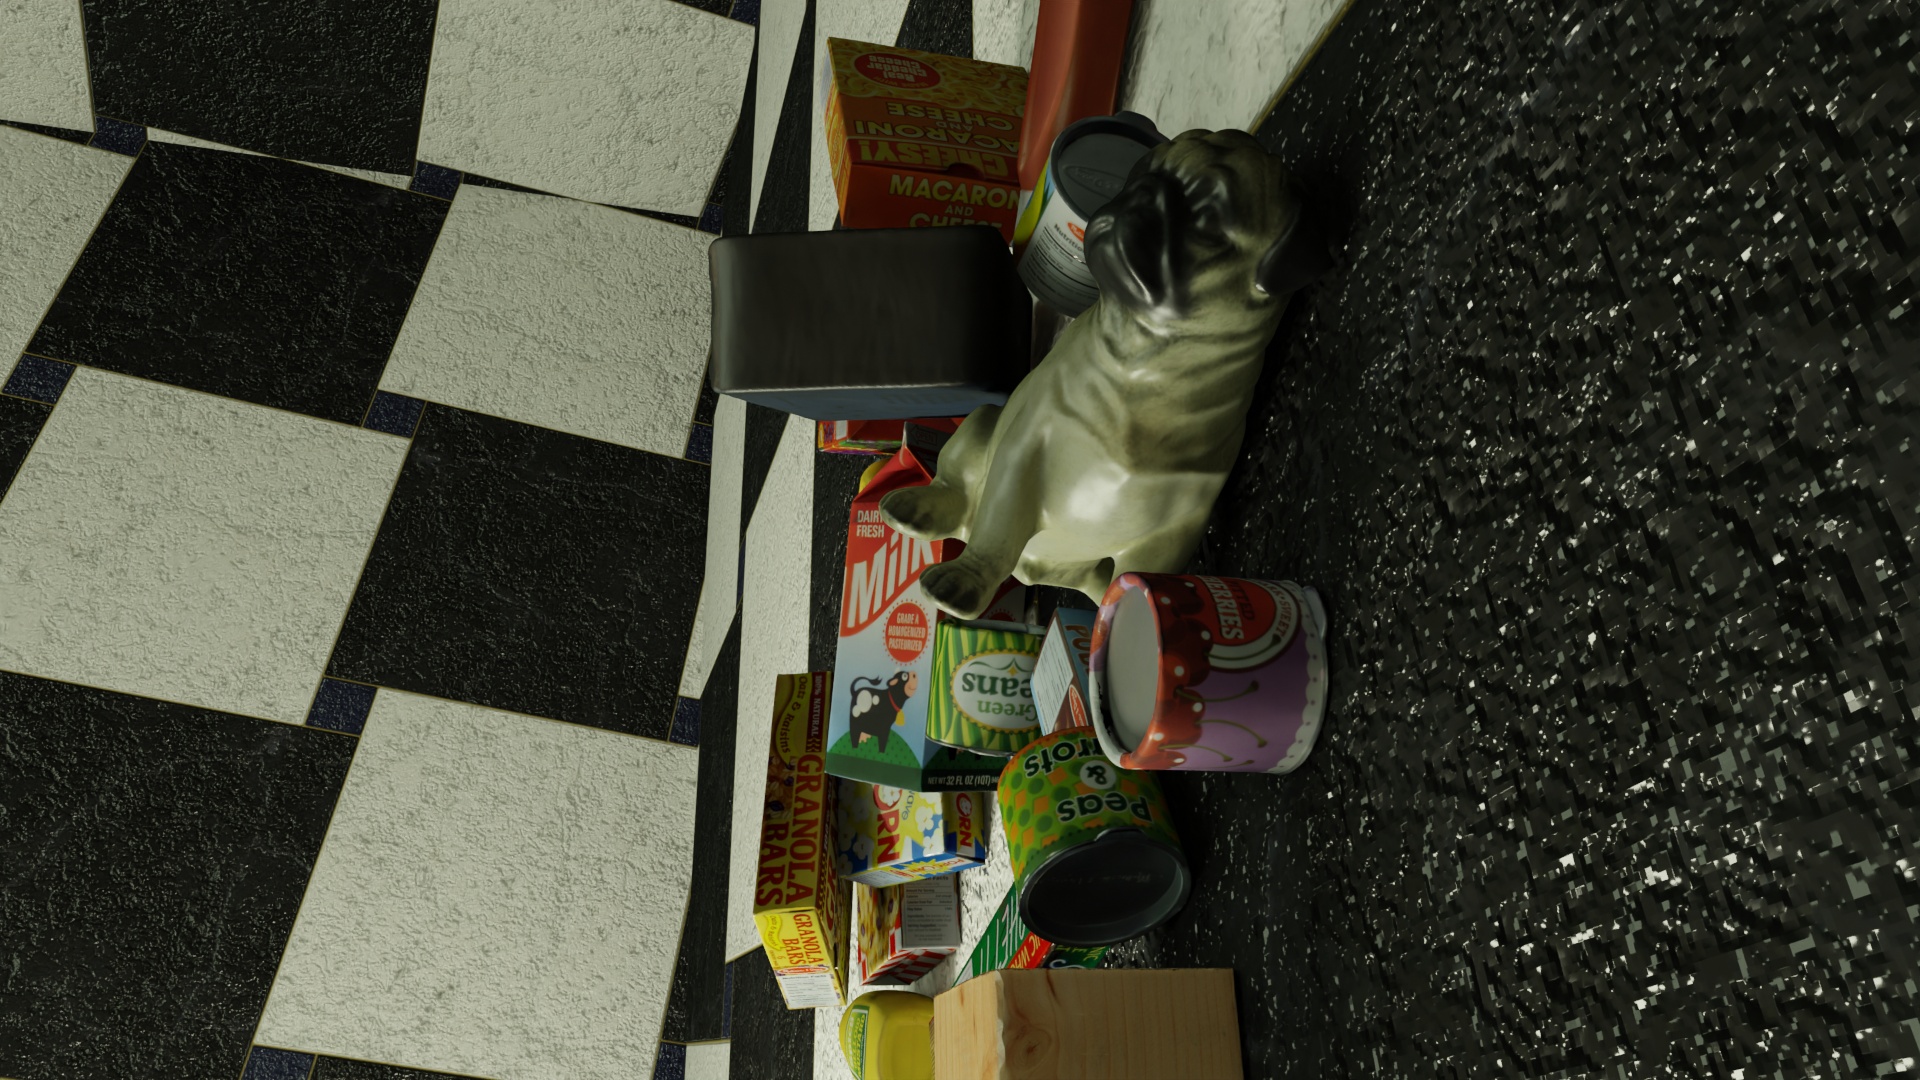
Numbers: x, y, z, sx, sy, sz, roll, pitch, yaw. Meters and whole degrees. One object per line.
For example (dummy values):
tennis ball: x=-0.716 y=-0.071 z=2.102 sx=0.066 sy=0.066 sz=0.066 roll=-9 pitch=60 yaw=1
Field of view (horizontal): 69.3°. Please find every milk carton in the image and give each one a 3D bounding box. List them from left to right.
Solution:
milk carton: x=-0.015 y=0.036 z=0.750 sx=0.073 sy=0.072 sz=0.190 roll=1 pitch=82 yaw=42

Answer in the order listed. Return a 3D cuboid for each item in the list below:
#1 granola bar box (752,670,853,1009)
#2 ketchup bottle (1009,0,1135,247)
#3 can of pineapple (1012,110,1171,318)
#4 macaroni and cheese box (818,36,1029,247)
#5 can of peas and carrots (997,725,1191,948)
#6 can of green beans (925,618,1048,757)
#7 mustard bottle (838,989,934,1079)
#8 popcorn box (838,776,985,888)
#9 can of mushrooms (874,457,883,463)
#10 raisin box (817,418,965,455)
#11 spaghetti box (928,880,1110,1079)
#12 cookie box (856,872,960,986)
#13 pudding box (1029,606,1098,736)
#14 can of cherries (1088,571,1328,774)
granola bar box: x=-0.091 y=0.182 z=0.853 sx=0.123 sy=0.039 sz=0.166 roll=84 pitch=-176 yaw=-47
ketchup bottle: x=0.053 y=-0.208 z=0.685 sx=0.065 sy=0.043 sz=0.148 roll=-126 pitch=43 yaw=-70
can of pineapple: x=0.061 y=-0.136 z=0.588 sx=0.057 sy=0.071 sz=0.071 roll=120 pitch=151 yaw=-59
macaroni and cheese box: x=-0.012 y=-0.226 z=0.780 sx=0.167 sy=0.124 sz=0.040 roll=-103 pitch=22 yaw=-49
can of peas and carrots: x=0.050 y=0.113 z=0.539 sx=0.059 sy=0.071 sz=0.070 roll=-103 pitch=23 yaw=-51
can of green beans: x=0.019 y=0.070 z=0.678 sx=0.071 sy=0.071 sz=0.058 roll=-170 pitch=85 yaw=-75
mustard bottle: x=-0.049 y=0.317 z=0.883 sx=0.159 sy=0.049 sz=0.065 roll=140 pitch=135 yaw=-69
popcorn box: x=-0.030 y=0.134 z=0.823 sx=0.085 sy=0.038 sz=0.127 roll=-22 pitch=58 yaw=34
can of mushrooms: x=-0.049 y=-0.025 z=1.032 sx=0.071 sy=0.033 sz=0.071 roll=-173 pitch=89 yaw=-75
raisin box: x=-0.044 y=-0.079 z=0.926 sx=0.123 sy=0.086 sz=0.040 roll=-176 pitch=86 yaw=-75
spaghetti box: x=0.027 y=0.211 z=0.671 sx=0.248 sy=0.029 sz=0.050 roll=111 pitch=158 yaw=-47
cookie box: x=-0.037 y=0.192 z=0.903 sx=0.122 sy=0.040 sz=0.168 roll=120 pitch=150 yaw=-58
pudding box: x=0.056 y=0.074 z=0.604 sx=0.084 sy=0.030 sz=0.049 roll=-104 pitch=25 yaw=-51
can of cherries: x=0.081 y=0.042 z=0.463 sx=0.071 sy=0.058 sz=0.071 roll=-174 pitch=89 yaw=-76
